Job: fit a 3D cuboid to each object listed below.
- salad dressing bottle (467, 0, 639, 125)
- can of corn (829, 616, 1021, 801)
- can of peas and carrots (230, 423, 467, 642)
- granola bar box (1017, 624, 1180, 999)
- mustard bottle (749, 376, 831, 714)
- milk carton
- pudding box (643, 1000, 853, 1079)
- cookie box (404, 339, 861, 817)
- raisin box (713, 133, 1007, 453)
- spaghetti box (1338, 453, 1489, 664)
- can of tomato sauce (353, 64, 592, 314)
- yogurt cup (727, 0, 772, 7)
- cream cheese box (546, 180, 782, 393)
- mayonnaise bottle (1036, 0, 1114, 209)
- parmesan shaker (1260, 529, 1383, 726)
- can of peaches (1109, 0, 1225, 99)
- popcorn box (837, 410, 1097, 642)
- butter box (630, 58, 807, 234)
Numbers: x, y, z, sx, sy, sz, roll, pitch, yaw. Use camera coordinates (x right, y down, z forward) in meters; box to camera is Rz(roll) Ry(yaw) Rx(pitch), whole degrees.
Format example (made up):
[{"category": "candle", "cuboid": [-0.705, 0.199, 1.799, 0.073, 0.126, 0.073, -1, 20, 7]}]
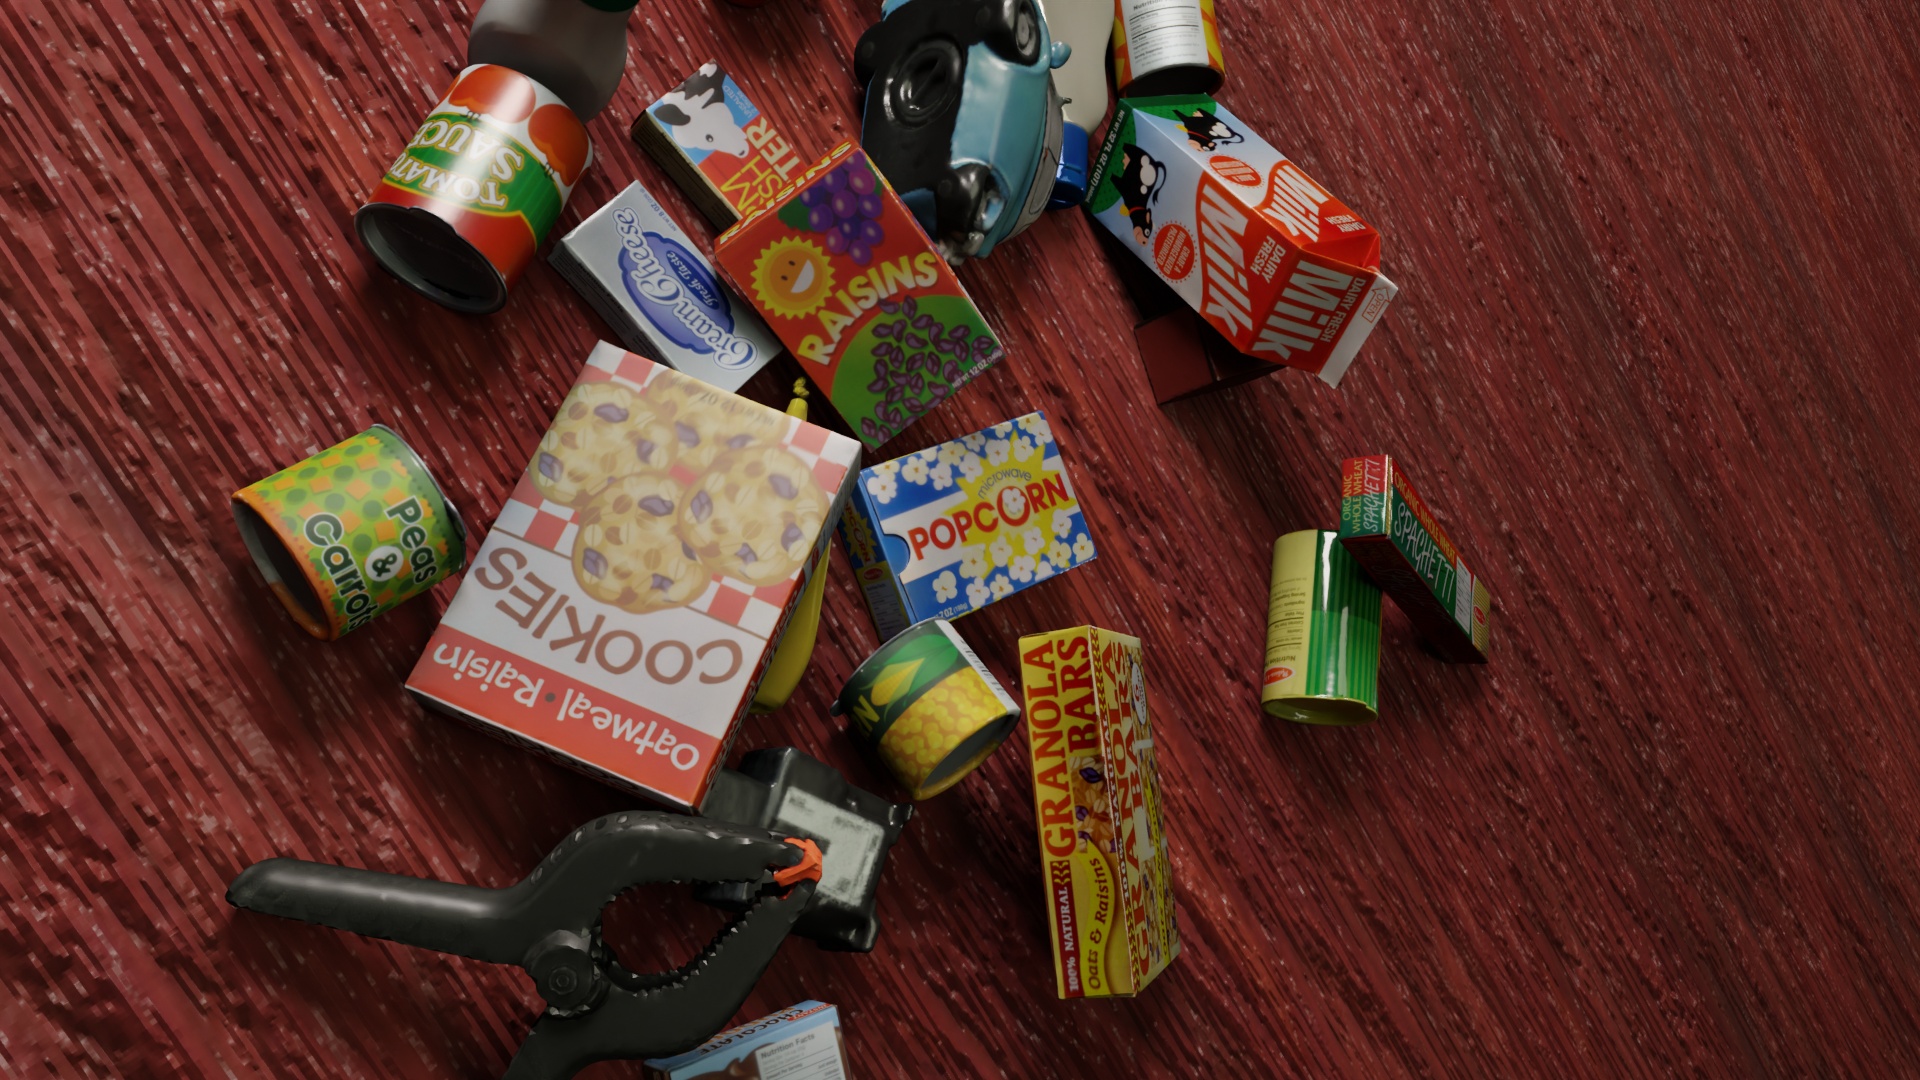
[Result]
[{"category": "salad dressing bottle", "cuboid": [-0.163, -0.221, 0.584, 0.064, 0.147, 0.044, 27, 65, -27]}, {"category": "can of corn", "cuboid": [-0.016, 0.081, 0.650, 0.071, 0.070, 0.058, -26, 66, -35]}, {"category": "can of peas and carrots", "cuboid": [-0.232, -0.002, 0.532, 0.059, 0.070, 0.071, -35, 99, -34]}, {"category": "granola bar box", "cuboid": [0.069, 0.129, 0.683, 0.124, 0.039, 0.165, 21, 61, -71]}, {"category": "mustard bottle", "cuboid": [-0.089, -0.003, 0.641, 0.065, 0.048, 0.161, 20, 67, -19]}, {"category": "milk carton", "cuboid": [0.160, -0.170, 0.779, 0.074, 0.072, 0.191, -16, 54, -36]}, {"category": "pudding box", "cuboid": [-0.089, 0.235, 0.596, 0.084, 0.030, 0.049, -10, 86, -35]}, {"category": "cookie box", "cuboid": [-0.130, 0.015, 0.578, 0.123, 0.040, 0.168, 22, 69, 3]}, {"category": "raisin box", "cuboid": [-0.048, -0.117, 0.667, 0.086, 0.040, 0.123, -35, 114, 6]}, {"category": "spaghetti box", "cuboid": [0.278, 0.018, 0.834, 0.249, 0.028, 0.050, 33, 59, -52]}, {"category": "can of tomato sauce", "cuboid": [-0.204, -0.150, 0.587, 0.071, 0.071, 0.083, 34, 62, -23]}, {"category": "yogurt cup", "cuboid": [-0.102, -0.308, 0.703, 0.072, 0.054, 0.072, 9, 74, -32]}, {"category": "cream cheese box", "cuboid": [-0.137, -0.111, 0.651, 0.103, 0.024, 0.053, 49, 59, -14]}, {"category": "mayonnaise bottle", "cuboid": [0.057, -0.268, 0.810, 0.065, 0.041, 0.148, 11, 74, -28]}, {"category": "parmesan shaker", "cuboid": [0.217, 0.051, 0.820, 0.071, 0.071, 0.103, 20, 68, -29]}, {"category": "can of peaches", "cuboid": [0.126, -0.301, 0.849, 0.071, 0.071, 0.058, -2, 80, -34]}, {"category": "popcorn box", "cuboid": [0.003, -0.009, 0.711, 0.127, 0.038, 0.085, -22, 92, -36]}, {"category": "butter box", "cuboid": [-0.108, -0.181, 0.687, 0.103, 0.024, 0.053, 48, 58, -15]}]
